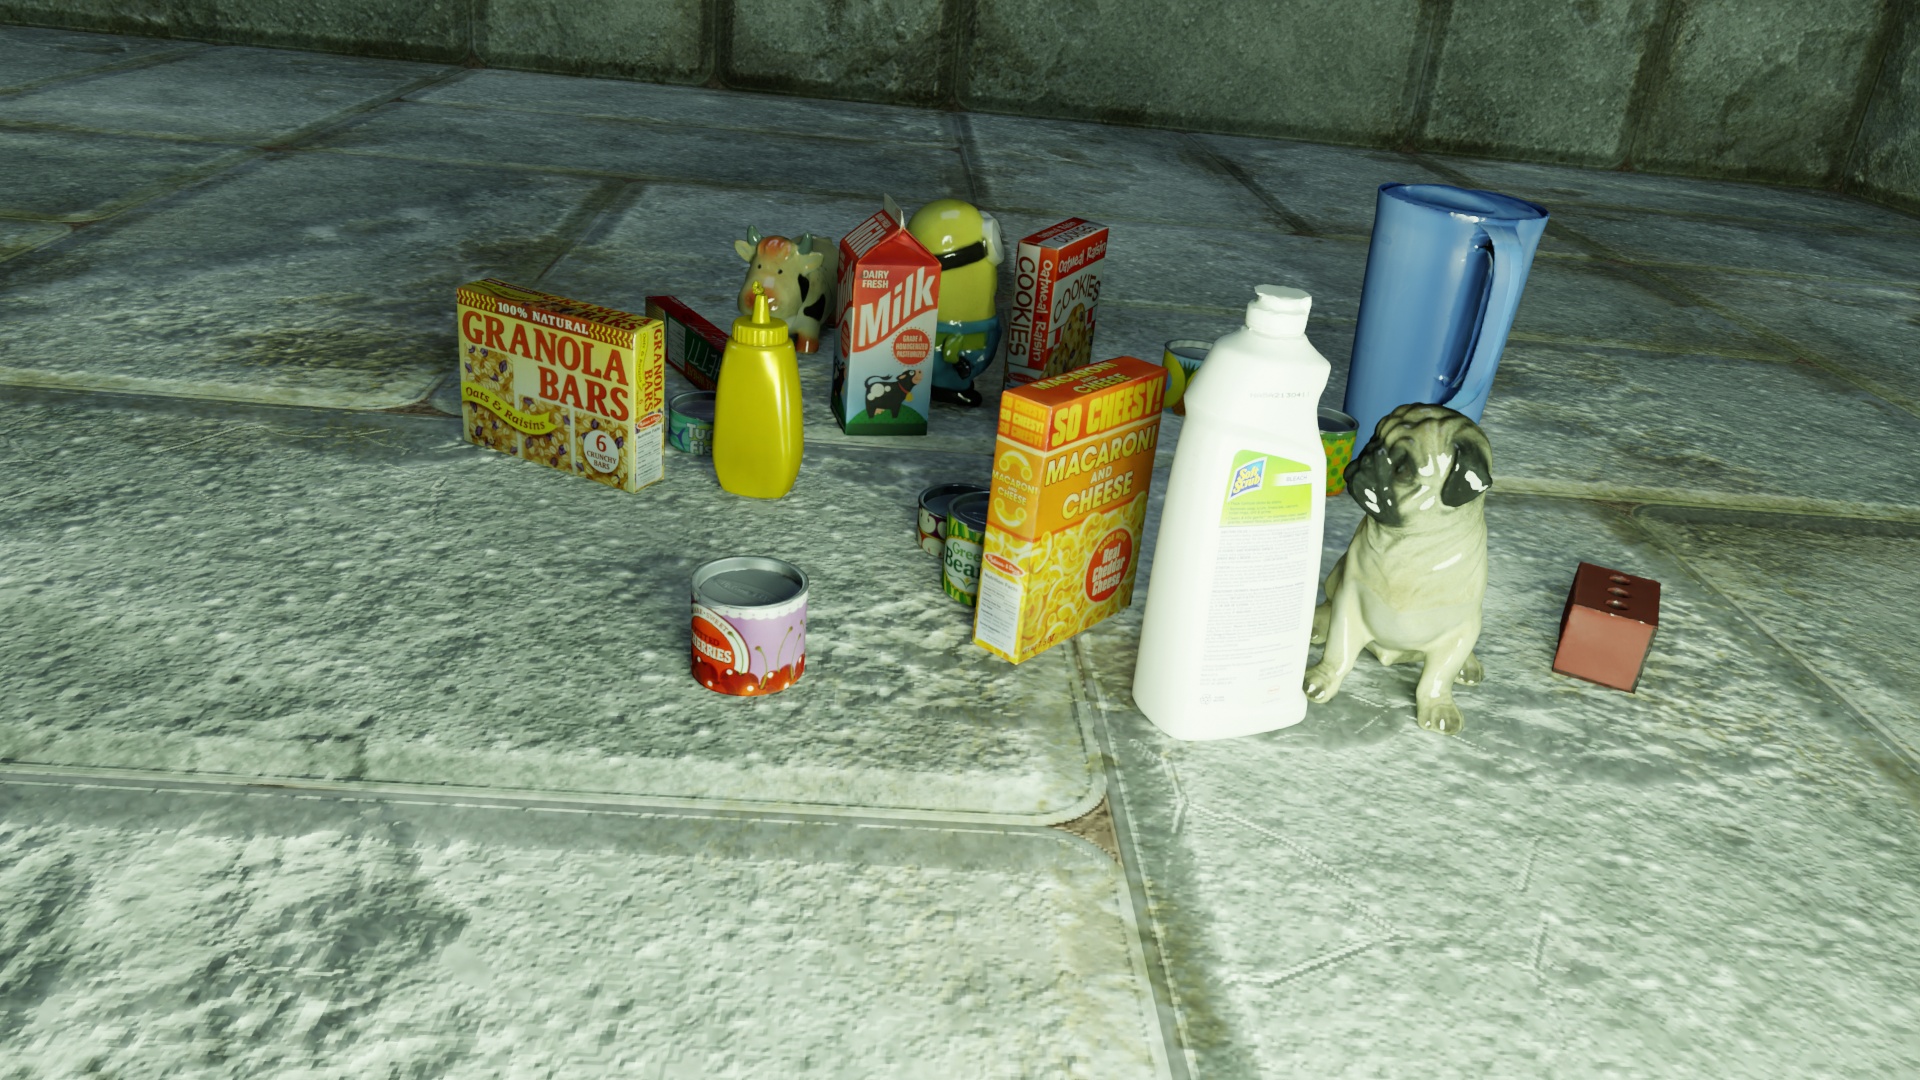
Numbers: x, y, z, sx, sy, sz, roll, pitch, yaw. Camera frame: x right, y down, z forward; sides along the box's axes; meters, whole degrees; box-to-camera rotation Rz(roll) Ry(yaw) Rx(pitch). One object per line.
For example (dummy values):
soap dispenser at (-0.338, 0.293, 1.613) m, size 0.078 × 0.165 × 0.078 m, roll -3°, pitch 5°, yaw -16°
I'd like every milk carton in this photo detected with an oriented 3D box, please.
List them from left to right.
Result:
milk carton at (-0.062, -0.187, 1.155) m, size 0.073 × 0.189 × 0.072 m, roll -2°, pitch 25°, yaw -16°

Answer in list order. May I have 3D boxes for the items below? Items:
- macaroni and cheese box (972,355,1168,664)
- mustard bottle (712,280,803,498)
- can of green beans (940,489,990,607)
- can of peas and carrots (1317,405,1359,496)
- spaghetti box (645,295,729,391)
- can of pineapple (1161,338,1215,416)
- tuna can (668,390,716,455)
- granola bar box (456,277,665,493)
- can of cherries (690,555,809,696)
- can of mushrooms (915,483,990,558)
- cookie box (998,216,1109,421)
macaroni and cheese box at (0.067, -0.022, 0.855) m, size 0.040 × 0.165 × 0.124 m, roll 24°, pitch 30°, yaw 34°
mustard bottle at (-0.145, -0.111, 1.008) m, size 0.065 × 0.159 × 0.049 m, roll 9°, pitch 25°, yaw 7°
can of green beans at (0.022, 0.006, 0.915) m, size 0.071 × 0.057 × 0.071 m, roll 5°, pitch 25°, yaw -2°
can of peas and carrots at (0.288, -0.074, 1.146) m, size 0.071 × 0.058 × 0.071 m, roll 5°, pitch 25°, yaw -2°
spaghetti box at (-0.220, -0.159, 1.227) m, size 0.029 × 0.050 × 0.250 m, roll -11°, pitch 29°, yaw -32°
can of pineapple at (0.220, -0.151, 1.297) m, size 0.071 × 0.057 × 0.071 m, roll 5°, pitch 25°, yaw -2°
tuna can at (-0.200, -0.093, 1.109) m, size 0.071 × 0.032 × 0.071 m, roll 5°, pitch 25°, yaw -2°
granola bar box at (-0.295, -0.116, 1.029) m, size 0.165 × 0.123 × 0.039 m, roll 17°, pitch 26°, yaw 22°
can of cherries at (-0.122, 0.049, 0.789) m, size 0.071 × 0.058 × 0.072 m, roll 5°, pitch 25°, yaw -2°
can of mushrooms at (0.003, -0.012, 0.978) m, size 0.071 × 0.033 × 0.071 m, roll 5°, pitch 25°, yaw -2°
cookie box at (0.081, -0.189, 1.218) m, size 0.040 × 0.166 × 0.123 m, roll 16°, pitch 26°, yaw 21°
